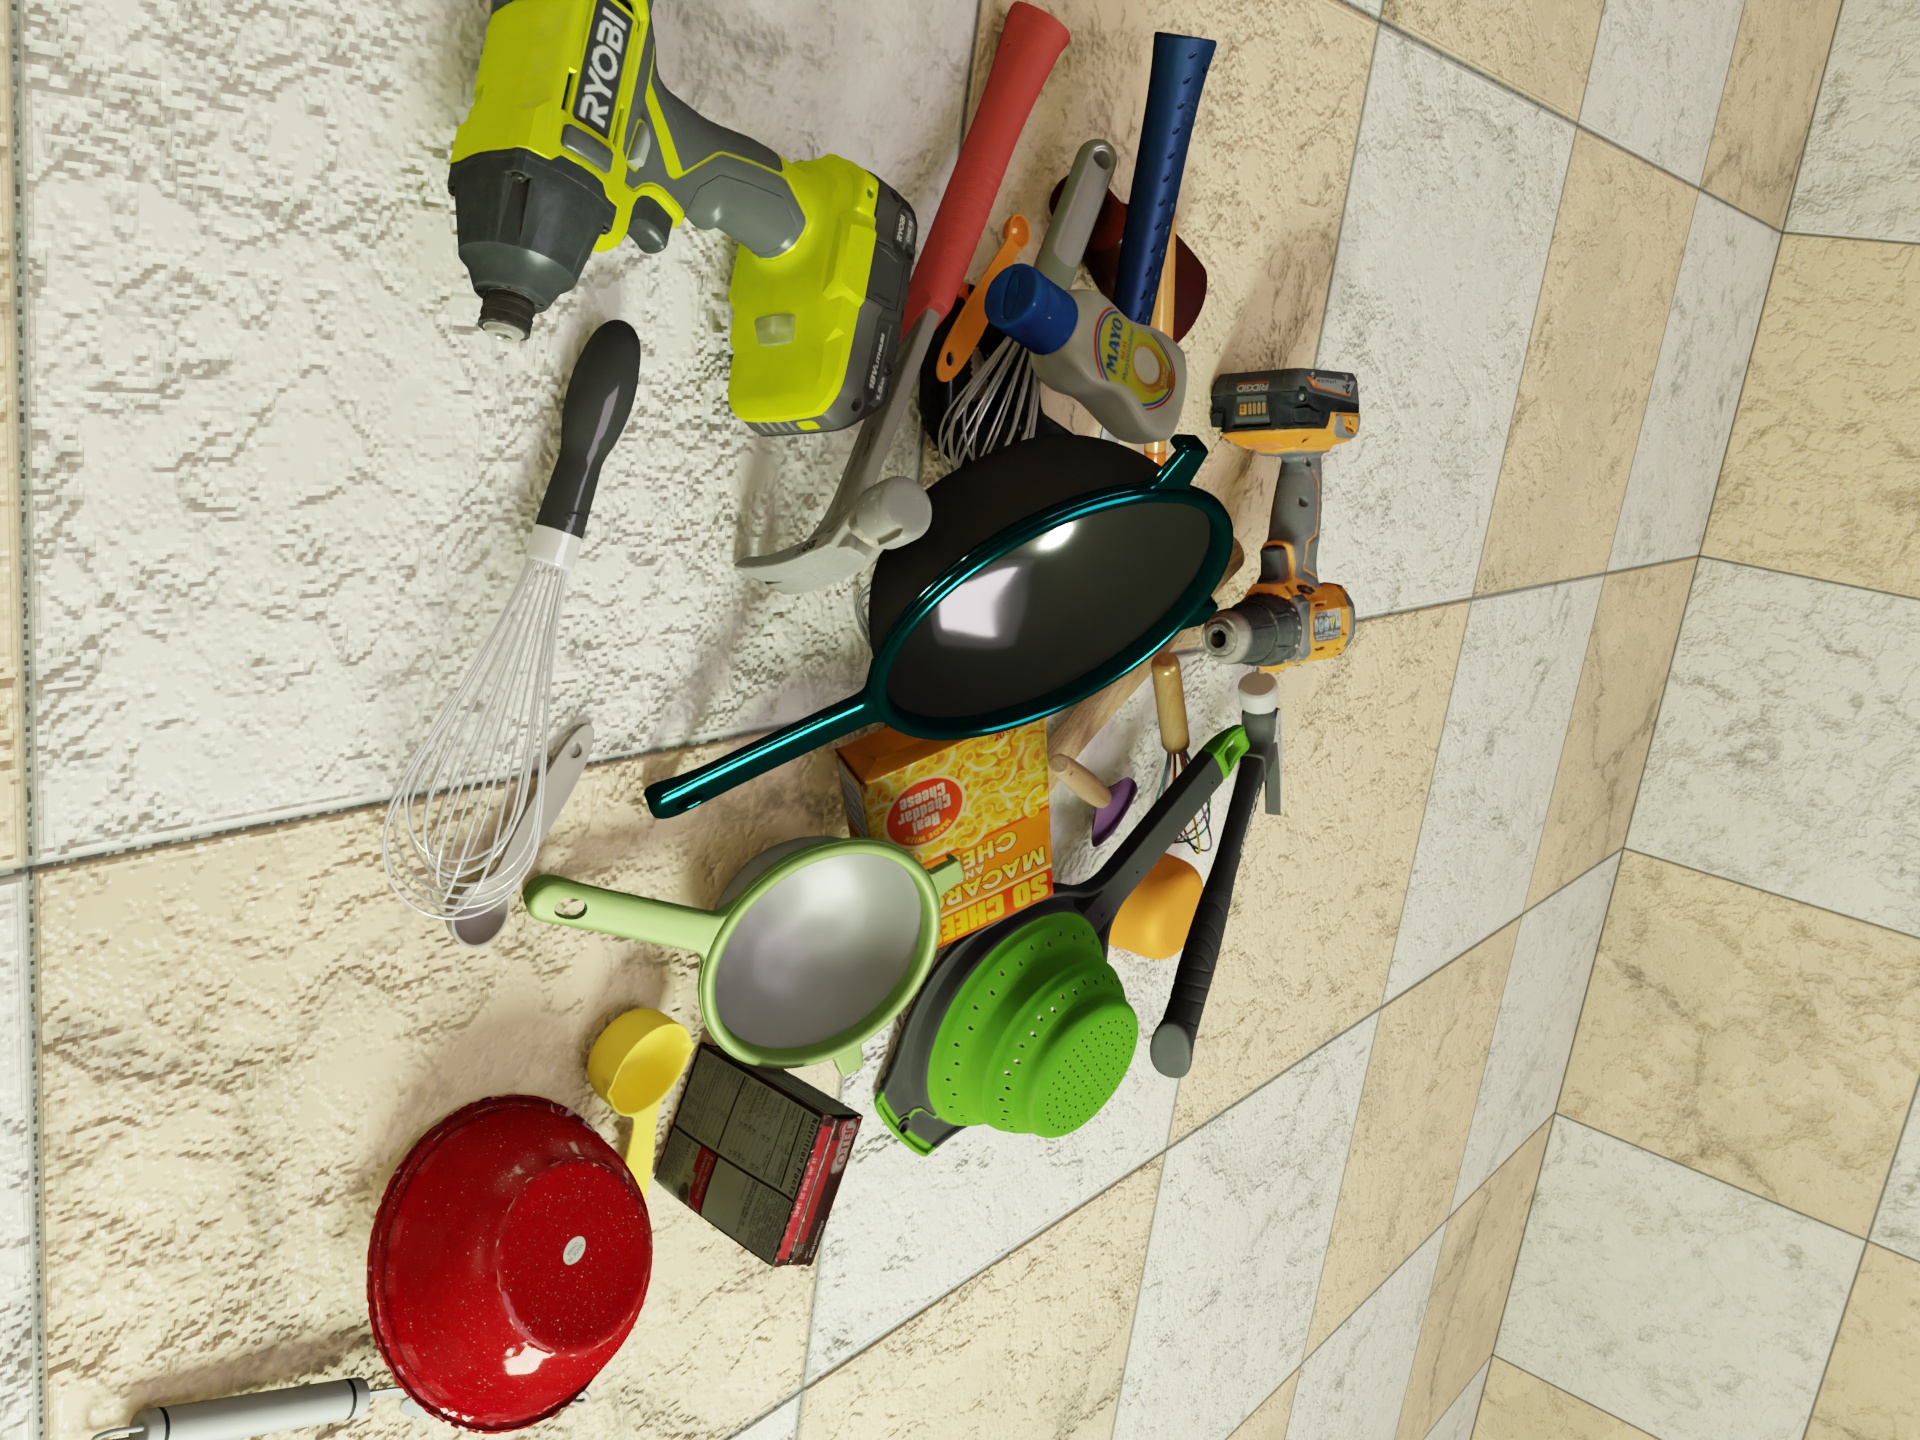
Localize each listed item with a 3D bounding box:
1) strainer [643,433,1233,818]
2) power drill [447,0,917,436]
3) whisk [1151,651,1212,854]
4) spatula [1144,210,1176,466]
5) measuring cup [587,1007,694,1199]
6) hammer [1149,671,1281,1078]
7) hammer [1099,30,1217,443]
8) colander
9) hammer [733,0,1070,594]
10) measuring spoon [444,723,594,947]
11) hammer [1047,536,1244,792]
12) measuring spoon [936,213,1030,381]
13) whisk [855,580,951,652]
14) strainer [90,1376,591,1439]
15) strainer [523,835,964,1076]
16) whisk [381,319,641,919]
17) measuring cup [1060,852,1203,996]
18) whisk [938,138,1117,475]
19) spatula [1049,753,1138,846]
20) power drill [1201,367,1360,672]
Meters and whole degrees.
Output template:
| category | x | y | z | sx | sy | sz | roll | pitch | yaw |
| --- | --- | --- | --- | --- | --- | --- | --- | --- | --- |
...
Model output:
| category | x | y | z | sx | sy | sz | roll | pitch | yaw |
| --- | --- | --- | --- | --- | --- | --- | --- | --- | --- |
| strainer | -0.025 | -0.057 | 0.853 | 0.340 | 0.095 | 0.210 | -26 | 156 | 0 |
| power drill | -0.121 | -0.217 | 0.705 | 0.223 | 0.080 | 0.171 | 21 | 76 | -53 |
| whisk | 0.166 | 0.028 | 1.235 | 0.244 | 0.051 | 0.047 | 73 | 24 | -51 |
| spatula | 0.123 | -0.206 | 1.060 | 0.081 | 0.041 | 0.322 | -31 | 134 | -34 |
| measuring cup | -0.187 | 0.226 | 0.889 | 0.062 | 0.029 | 0.156 | -23 | 135 | -48 |
| hammer | 0.204 | 0.129 | 1.244 | 0.146 | 0.035 | 0.335 | 75 | 30 | -46 |
| hammer | 0.095 | -0.203 | 0.975 | 0.144 | 0.035 | 0.405 | -22 | 128 | -49 |
| colander | 0.111 | 0.166 | 1.142 | 0.397 | 0.095 | 0.204 | -48 | 142 | -15 |
| hammer | -0.017 | -0.234 | 0.850 | 0.036 | 0.149 | 0.359 | 30 | 68 | -28 |
| measuring spoon | -0.215 | 0.053 | 0.776 | 0.124 | 0.018 | 0.034 | -64 | 145 | -22 |
| hammer | 0.117 | -0.032 | 1.172 | 0.331 | 0.031 | 0.129 | -48 | 140 | -30 |
| measuring spoon | 0.011 | -0.238 | 0.897 | 0.021 | 0.011 | 0.117 | 44 | 65 | -45 |
| whisk | -0.001 | -0.004 | 0.992 | 0.055 | 0.055 | 0.238 | -54 | 138 | -23 |
| strainer | -0.289 | 0.327 | 0.775 | 0.087 | 0.050 | 0.258 | -36 | 150 | 27 |
| strainer | -0.130 | 0.108 | 0.884 | 0.256 | 0.069 | 0.151 | 18 | 104 | -38 |
| whisk | -0.194 | -0.047 | 0.723 | 0.070 | 0.070 | 0.284 | 23 | 83 | -55 |
| measuring cup | 0.136 | 0.175 | 1.273 | 0.174 | 0.052 | 0.095 | -44 | 137 | -37 |
| whisk | 0.045 | -0.233 | 0.912 | 0.057 | 0.059 | 0.246 | 28 | 72 | -24 |
| spatula | 0.093 | 0.053 | 1.106 | 0.060 | 0.018 | 0.315 | -59 | 164 | -2 |
| power drill | 0.238 | -0.149 | 1.205 | 0.185 | 0.084 | 0.226 | -12 | 103 | -51 |
